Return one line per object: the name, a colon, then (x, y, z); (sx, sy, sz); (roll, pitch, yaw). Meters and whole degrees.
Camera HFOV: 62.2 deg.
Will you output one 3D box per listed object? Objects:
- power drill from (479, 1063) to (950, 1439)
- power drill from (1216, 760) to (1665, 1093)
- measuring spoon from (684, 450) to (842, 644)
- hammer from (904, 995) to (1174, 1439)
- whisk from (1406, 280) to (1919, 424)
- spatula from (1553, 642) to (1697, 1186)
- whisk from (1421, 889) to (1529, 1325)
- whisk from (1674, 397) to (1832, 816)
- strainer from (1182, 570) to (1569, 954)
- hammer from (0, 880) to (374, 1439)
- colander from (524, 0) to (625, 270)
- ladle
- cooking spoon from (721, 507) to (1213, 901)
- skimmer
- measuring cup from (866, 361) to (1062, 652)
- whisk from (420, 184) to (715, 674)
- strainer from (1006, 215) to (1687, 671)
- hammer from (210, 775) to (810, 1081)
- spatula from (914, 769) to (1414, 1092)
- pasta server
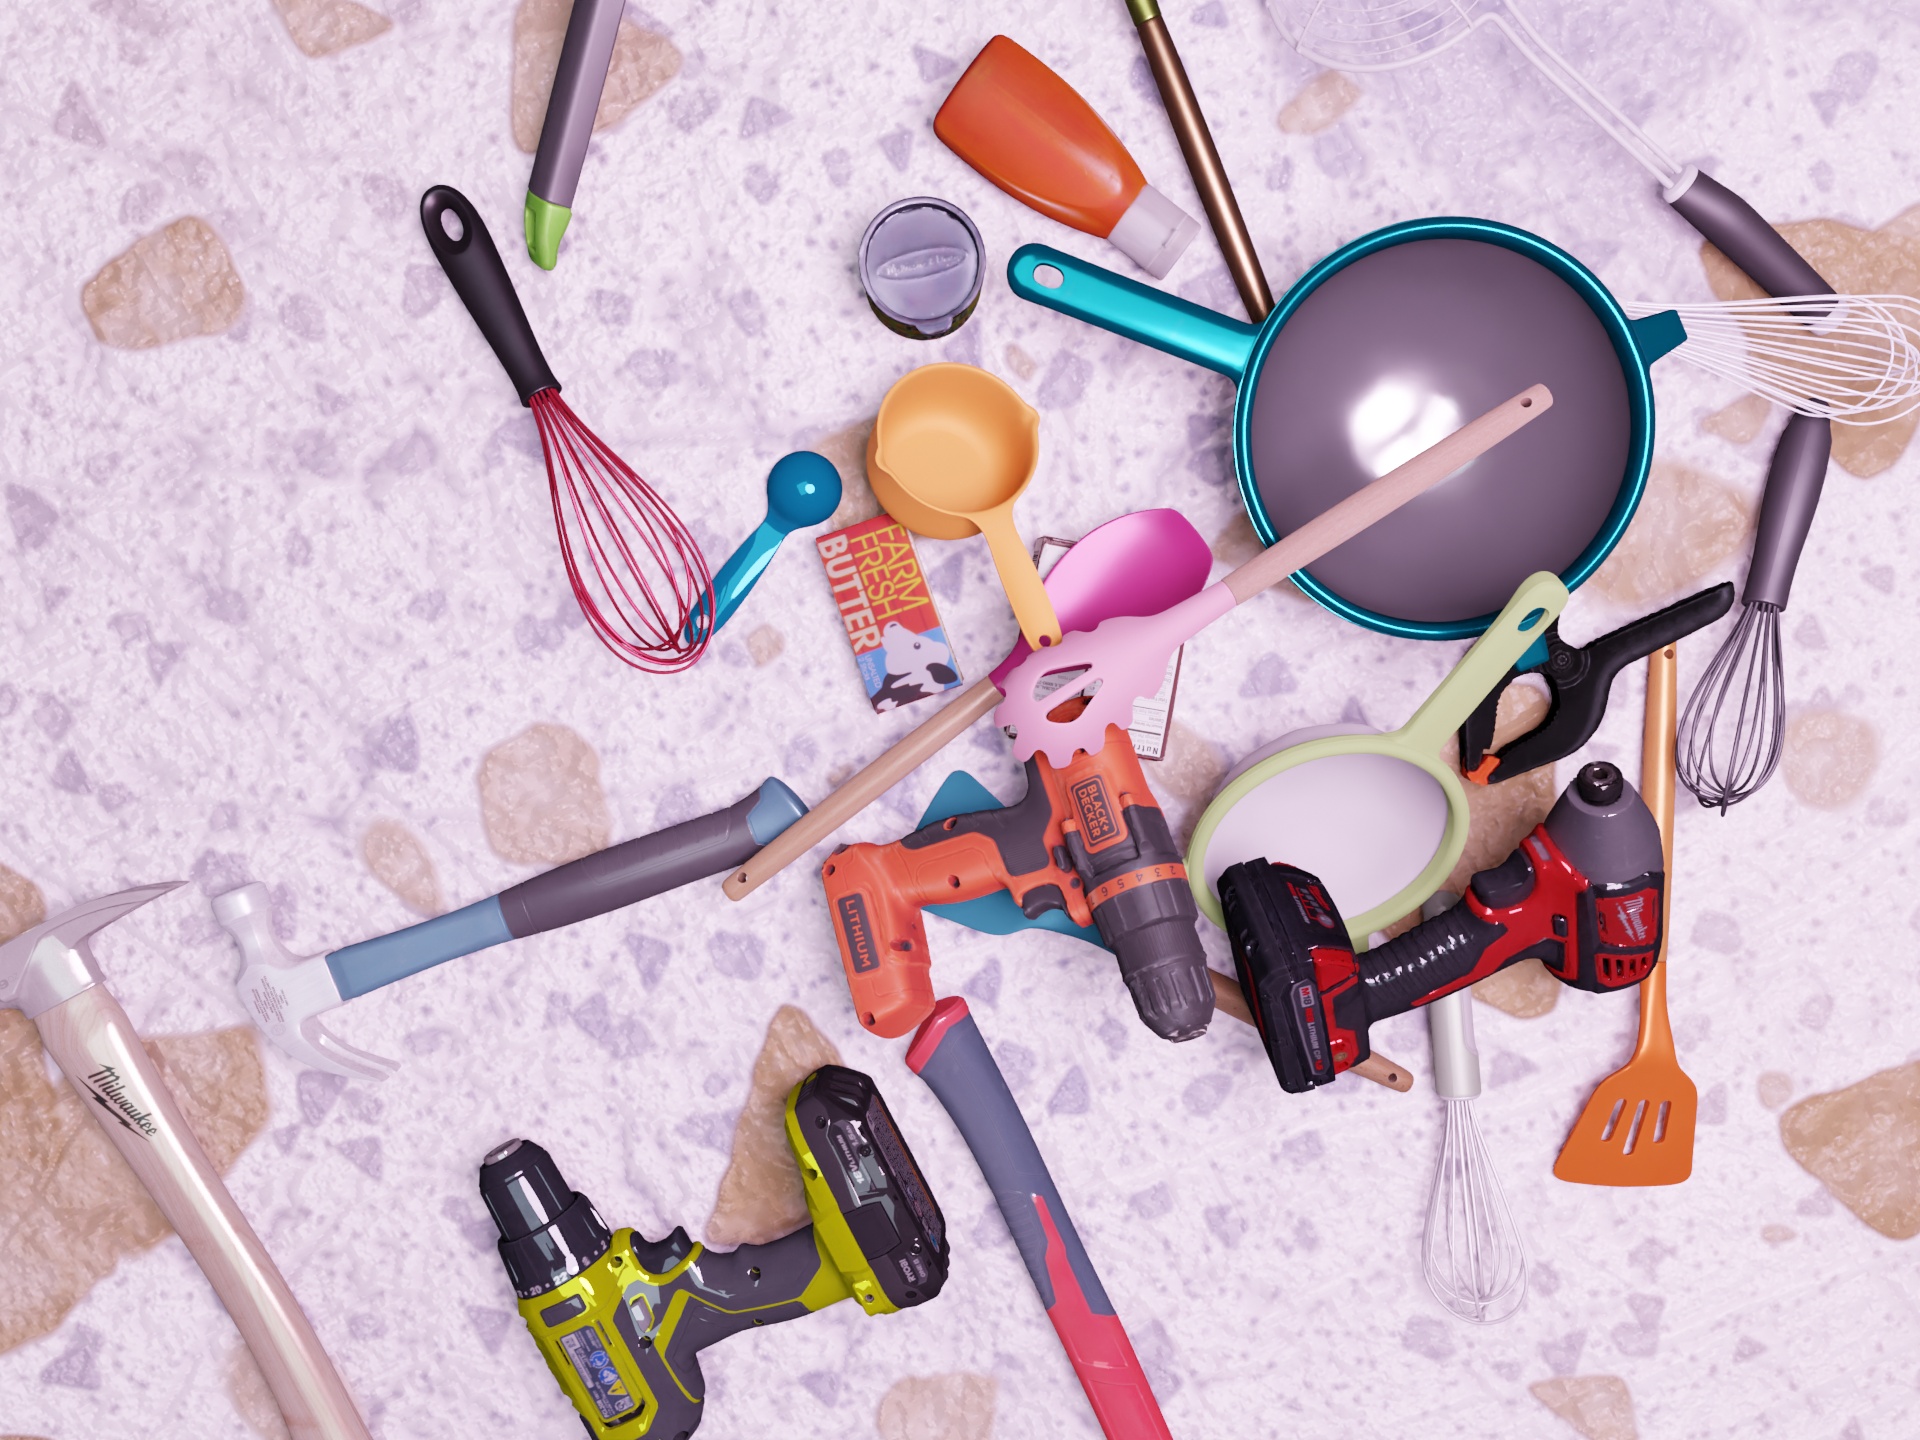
power drill: (-0.139, 0.285, 0.881); (0.228, 0.080, 0.190); (-26, 95, 4)
power drill: (0.252, 0.101, 0.818); (0.219, 0.079, 0.143); (-17, 130, 2)
measuring spoon: (-0.113, -0.093, 0.876); (0.042, 0.021, 0.128); (37, 92, -3)
hammer: (0.082, 0.329, 0.906); (0.143, 0.038, 0.386); (-24, 95, 0)
whisk: (0.378, -0.212, 0.851); (0.284, 0.070, 0.070); (12, 95, 7)
spatula: (0.388, 0.110, 0.901); (0.081, 0.041, 0.322); (2, 91, -2)
whisk: (0.283, 0.218, 0.897); (0.059, 0.057, 0.246); (-5, 91, 30)
whisk: (0.441, -0.063, 0.871); (0.055, 0.055, 0.239); (17, 86, -2)
strainer: (0.216, 0.011, 0.832); (0.151, 0.069, 0.256); (21, 121, -23)
hammer: (-0.409, 0.291, 0.898); (0.146, 0.038, 0.410); (-28, 95, 0)
colander: (-0.134, -0.418, 0.814); (0.094, 0.205, 0.397); (6, 114, -35)
ladle: (0.110, -0.348, 0.856); (0.078, 0.062, 0.320); (-24, 101, 3)
cooking spoon: (-0.001, -0.003, 0.851); (0.319, 0.017, 0.069); (-38, 79, 5)
skimmer: (0.329, -0.324, 0.861); (0.363, 0.090, 0.127); (35, 87, -13)
measuring cup: (0.010, -0.102, 0.844); (0.095, 0.052, 0.174); (-20, 82, -19)
whisk: (-0.215, -0.158, 0.856); (0.073, 0.073, 0.296); (-28, 88, 2)
strainer: (0.184, -0.173, 0.839); (0.340, 0.095, 0.211); (21, 96, 0)
hammer: (-0.239, 0.103, 0.885); (0.331, 0.033, 0.128); (-20, 94, 1)
spatula: (0.117, 0.135, 0.900); (0.317, 0.044, 0.082); (27, 93, -8)
pasta server: (0.155, -0.076, 0.788); (0.316, 0.040, 0.060); (-32, 82, -1)
